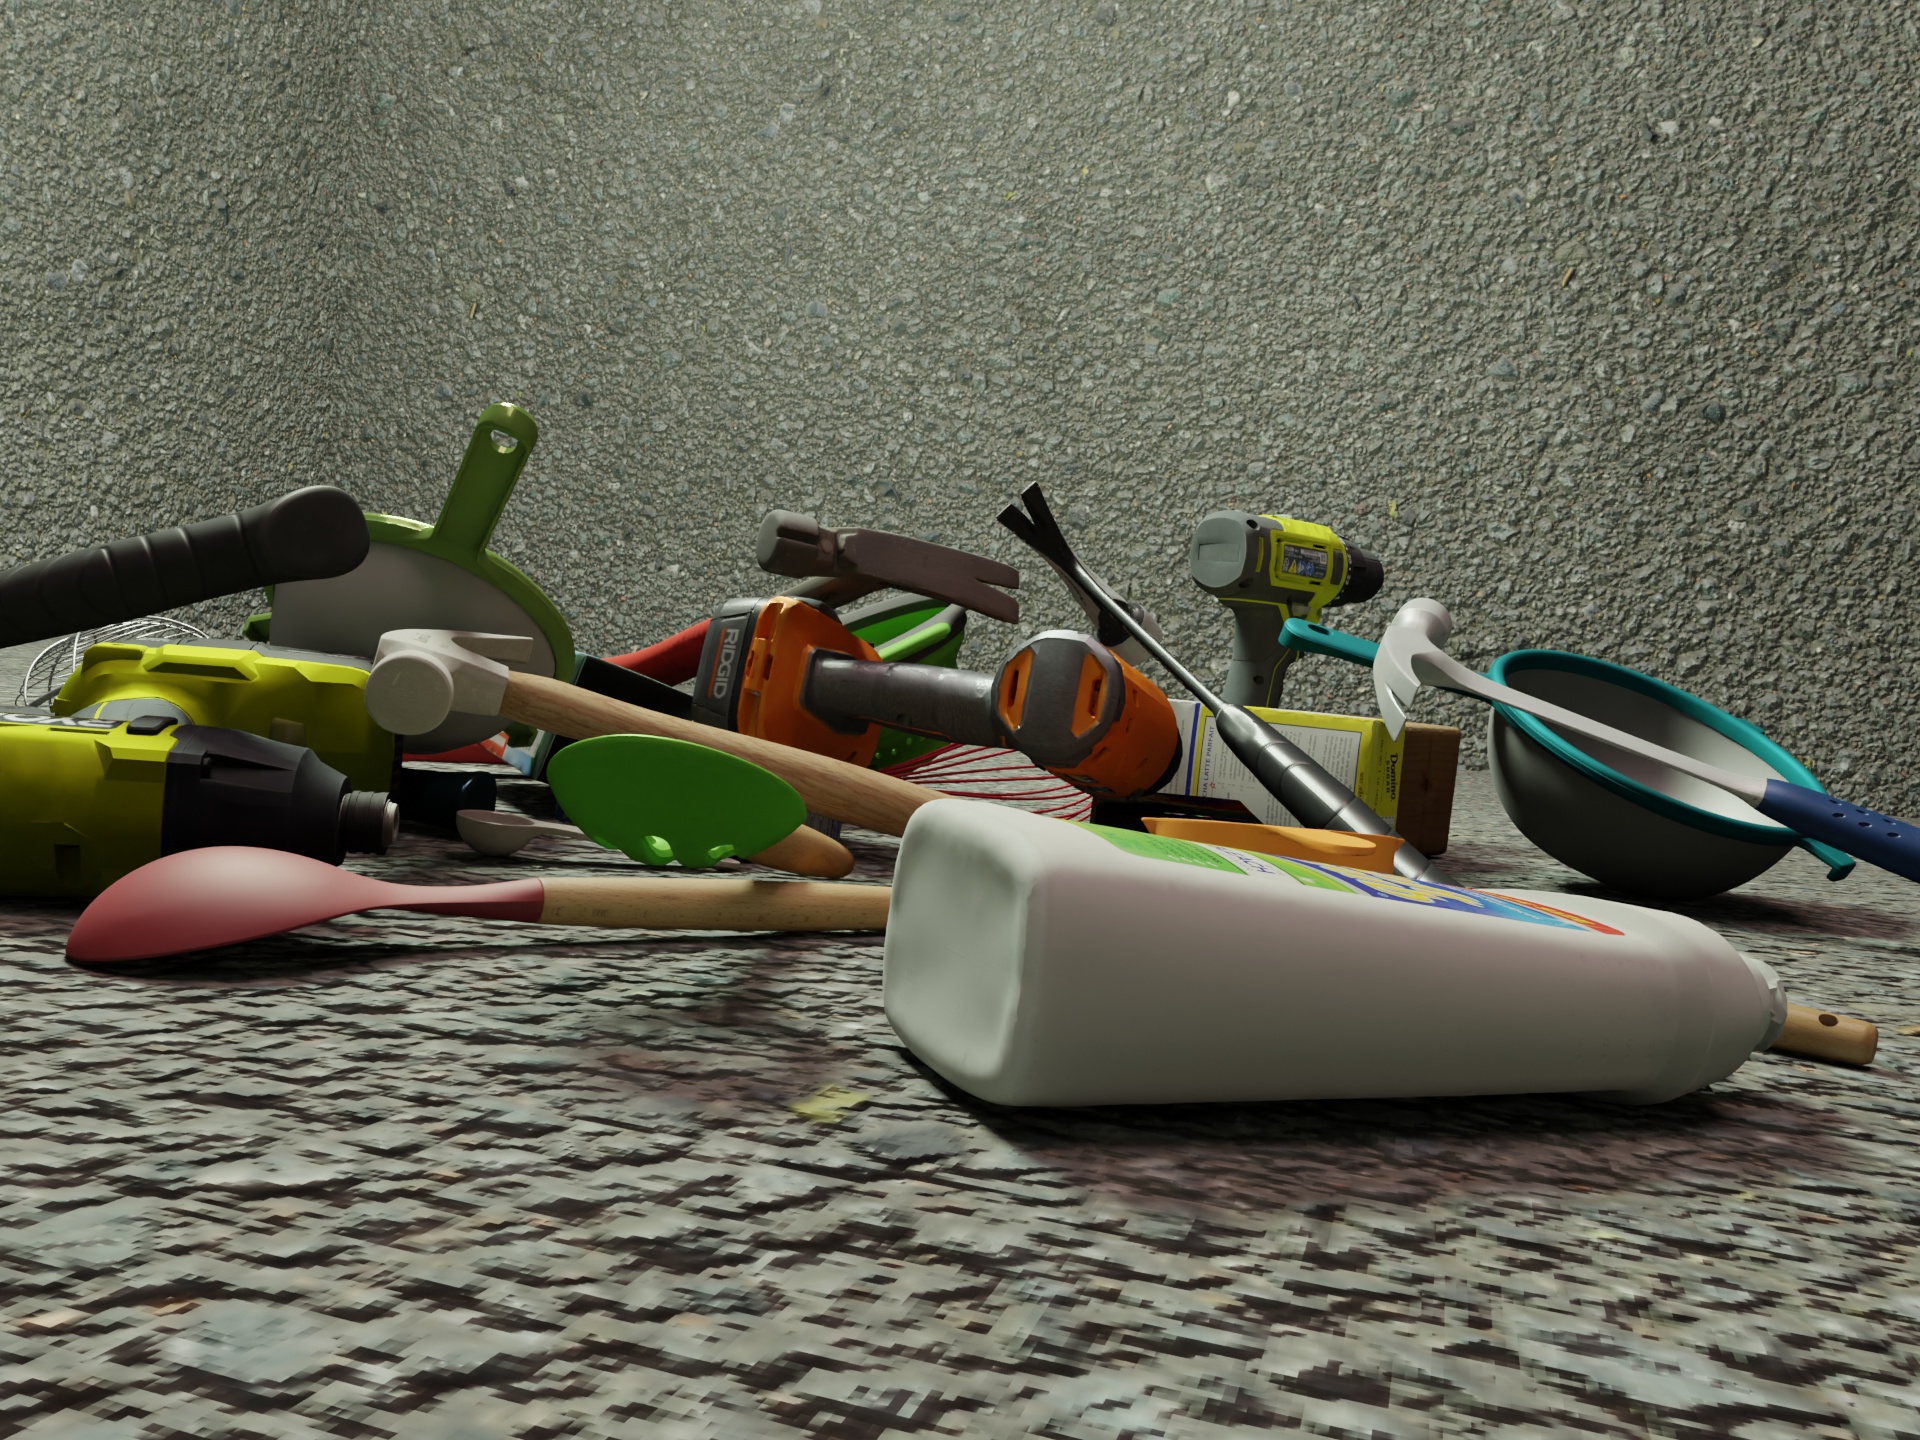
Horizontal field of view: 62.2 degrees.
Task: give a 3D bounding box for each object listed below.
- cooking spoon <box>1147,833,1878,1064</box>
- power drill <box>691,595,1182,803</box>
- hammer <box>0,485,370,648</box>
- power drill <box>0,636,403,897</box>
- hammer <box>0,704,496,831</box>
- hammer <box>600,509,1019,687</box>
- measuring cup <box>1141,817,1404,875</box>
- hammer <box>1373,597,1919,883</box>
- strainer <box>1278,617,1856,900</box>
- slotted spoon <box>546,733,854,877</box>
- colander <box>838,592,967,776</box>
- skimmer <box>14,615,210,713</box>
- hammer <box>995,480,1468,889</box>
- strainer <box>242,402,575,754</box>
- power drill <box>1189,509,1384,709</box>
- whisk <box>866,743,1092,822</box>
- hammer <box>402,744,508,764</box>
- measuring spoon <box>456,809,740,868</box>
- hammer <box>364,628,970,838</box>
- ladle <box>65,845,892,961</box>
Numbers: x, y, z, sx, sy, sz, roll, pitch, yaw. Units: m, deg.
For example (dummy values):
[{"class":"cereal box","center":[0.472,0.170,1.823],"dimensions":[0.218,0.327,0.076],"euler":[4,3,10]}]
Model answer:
[{"class":"cooking spoon","center":[0.170,0.085,0.610],"dimensions":[0.319,0.017,0.069],"euler":[9,34,37]},{"class":"power drill","center":[-0.001,-0.003,0.806],"dimensions":[0.226,0.084,0.164],"euler":[6,-10,26]},{"class":"hammer","center":[-0.370,-0.028,0.550],"dimensions":[0.335,0.035,0.146],"euler":[-14,10,1]},{"class":"power drill","center":[-0.284,0.019,0.589],"dimensions":[0.171,0.080,0.223],"euler":[4,6,-11]},{"class":"hammer","center":[-0.370,0.021,0.791],"dimensions":[0.331,0.033,0.128],"euler":[6,2,21]},{"class":"hammer","center":[-0.124,-0.050,0.943],"dimensions":[0.149,0.037,0.359],"euler":[11,-16,-33]},{"class":"measuring cup","center":[0.111,0.062,0.534],"dimensions":[0.095,0.052,0.173],"euler":[5,-2,1]},{"class":"hammer","center":[0.414,0.038,0.847],"dimensions":[0.405,0.035,0.144],"euler":[23,29,16]},{"class":"strainer","center":[0.349,0.027,0.981],"dimensions":[0.340,0.095,0.211],"euler":[17,26,2]},{"class":"slotted spoon","center":[-0.066,0.041,0.548],"dimensions":[0.070,0.031,0.313],"euler":[3,-8,6]},{"class":"colander","center":[-0.091,-0.020,1.130],"dimensions":[0.204,0.094,0.397],"euler":[-25,13,-12]},{"class":"skimmer","center":[-0.428,0.007,1.073],"dimensions":[0.363,0.090,0.127],"euler":[16,-12,-18]},{"class":"hammer","center":[0.131,-0.007,0.800],"dimensions":[0.149,0.036,0.409],"euler":[45,4,-33]},{"class":"strainer","center":[-0.240,-0.047,0.714],"dimensions":[0.151,0.069,0.256],"euler":[24,-35,-19]},{"class":"power drill","center":[0.240,-0.034,1.169],"dimensions":[0.190,0.228,0.080],"euler":[4,3,-43]},{"class":"whisk","center":[-0.033,0.038,0.968],"dimensions":[0.295,0.073,0.073],"euler":[-2,5,-20]},{"class":"hammer","center":[-0.266,0.018,1.071],"dimensions":[0.386,0.038,0.143],"euler":[3,1,-41]},{"class":"measuring spoon","center":[-0.158,0.058,0.693],"dimensions":[0.124,0.018,0.034],"euler":[12,2,-18]},{"class":"hammer","center":[-0.085,0.021,0.692],"dimensions":[0.331,0.031,0.130],"euler":[18,6,-18]},{"class":"ladle","center":[-0.115,0.061,0.524],"dimensions":[0.315,0.031,0.069],"euler":[6,1,-37]}]
